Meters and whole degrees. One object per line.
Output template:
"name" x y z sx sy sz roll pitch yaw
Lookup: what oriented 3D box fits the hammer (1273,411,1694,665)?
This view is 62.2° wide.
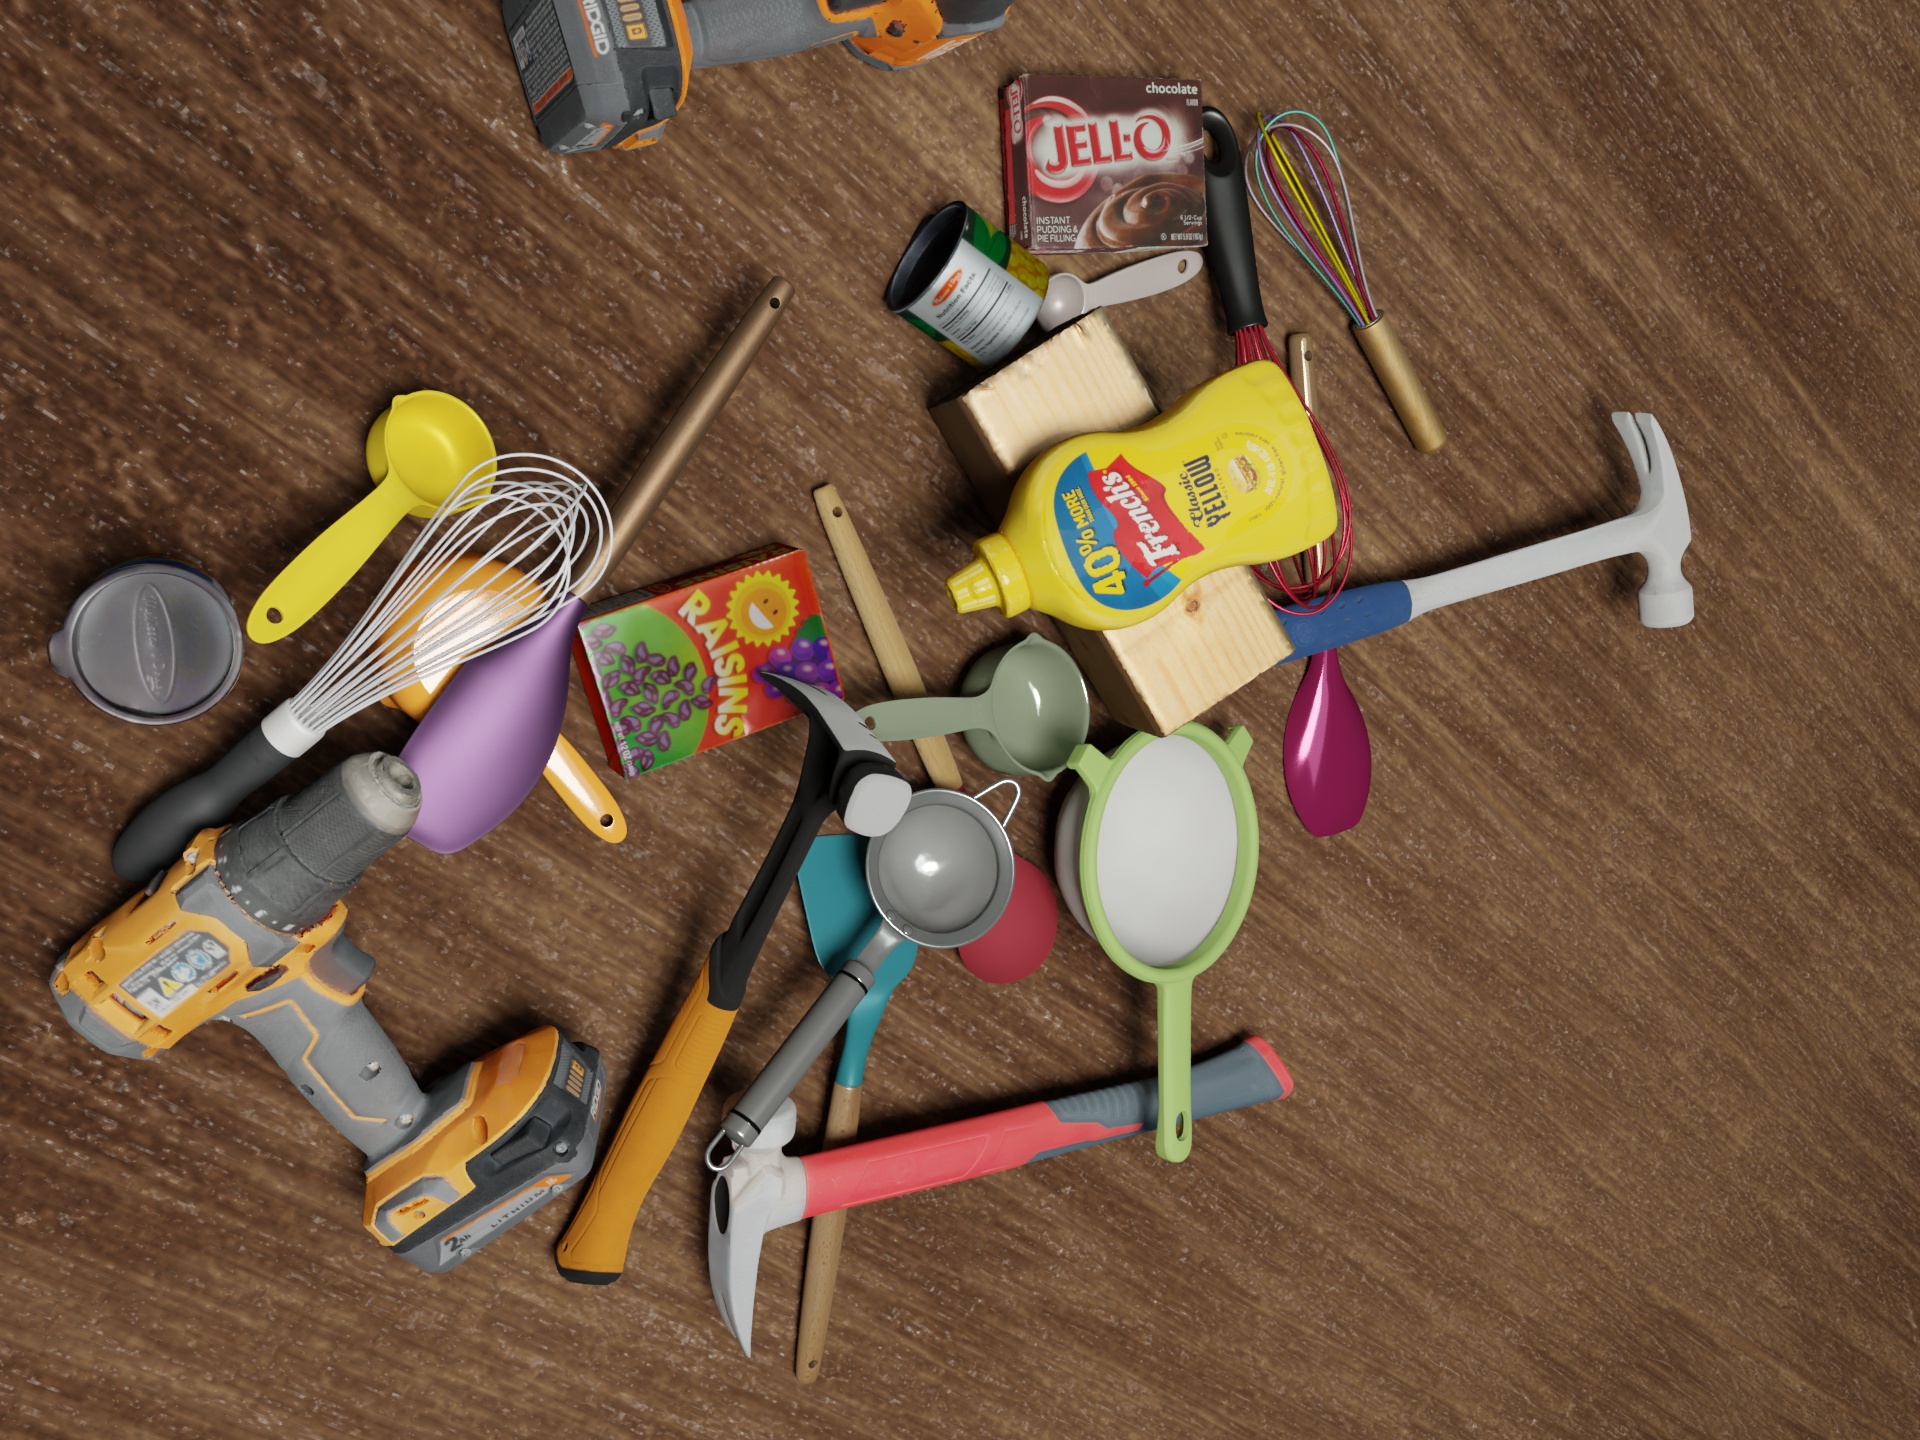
"hammer" 0.282 -0.083 0.984 0.405 0.035 0.144 -16 106 -16

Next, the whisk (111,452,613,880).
"whisk" -0.269 -0.017 0.695 0.284 0.070 0.070 -37 115 9

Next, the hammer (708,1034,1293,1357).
"hammer" 0.038 0.254 0.925 0.386 0.038 0.143 -4 108 -32

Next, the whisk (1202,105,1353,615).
"whisk" 0.169 -0.205 0.911 0.073 0.073 0.296 -13 92 -24

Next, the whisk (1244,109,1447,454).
"whisk" 0.237 -0.262 0.960 0.051 0.047 0.244 -40 118 -3

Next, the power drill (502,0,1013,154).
"power drill" -0.078 -0.326 0.722 0.226 0.164 0.084 -21 107 -20

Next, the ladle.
"ladle" -0.015 0.015 0.887 0.069 0.031 0.315 -30 109 -22

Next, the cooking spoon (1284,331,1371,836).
"cooking spoon" 0.224 -0.080 0.993 0.068 0.017 0.318 -14 105 -23

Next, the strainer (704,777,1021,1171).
"strainer" -0.052 0.128 0.833 0.087 0.050 0.258 44 62 -10

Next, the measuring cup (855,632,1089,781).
"measuring cup" -0.001 -0.003 0.862 0.167 0.038 0.083 -5 89 -39

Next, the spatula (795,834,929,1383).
"spatula" -0.069 0.223 0.896 0.082 0.044 0.317 3 102 -29

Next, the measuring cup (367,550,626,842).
"measuring cup" -0.210 -0.003 0.769 0.095 0.052 0.173 -40 111 -15

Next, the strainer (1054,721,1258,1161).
"strainer" 0.104 0.126 0.930 0.151 0.069 0.256 -6 97 -42

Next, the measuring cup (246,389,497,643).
"measuring cup" -0.268 -0.087 0.708 0.062 0.029 0.157 52 50 -27

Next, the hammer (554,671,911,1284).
"hammer" -0.129 0.141 0.798 0.034 0.127 0.337 17 108 -34

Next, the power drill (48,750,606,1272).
"power drill" -0.260 0.130 0.723 0.185 0.084 0.226 -36 114 12

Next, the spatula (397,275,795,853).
"spatula" -0.164 -0.078 0.745 0.059 0.018 0.316 35 80 -26

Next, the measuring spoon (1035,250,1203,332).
"measuring spoon" 0.088 -0.248 0.902 0.124 0.018 0.034 -24 125 -28
